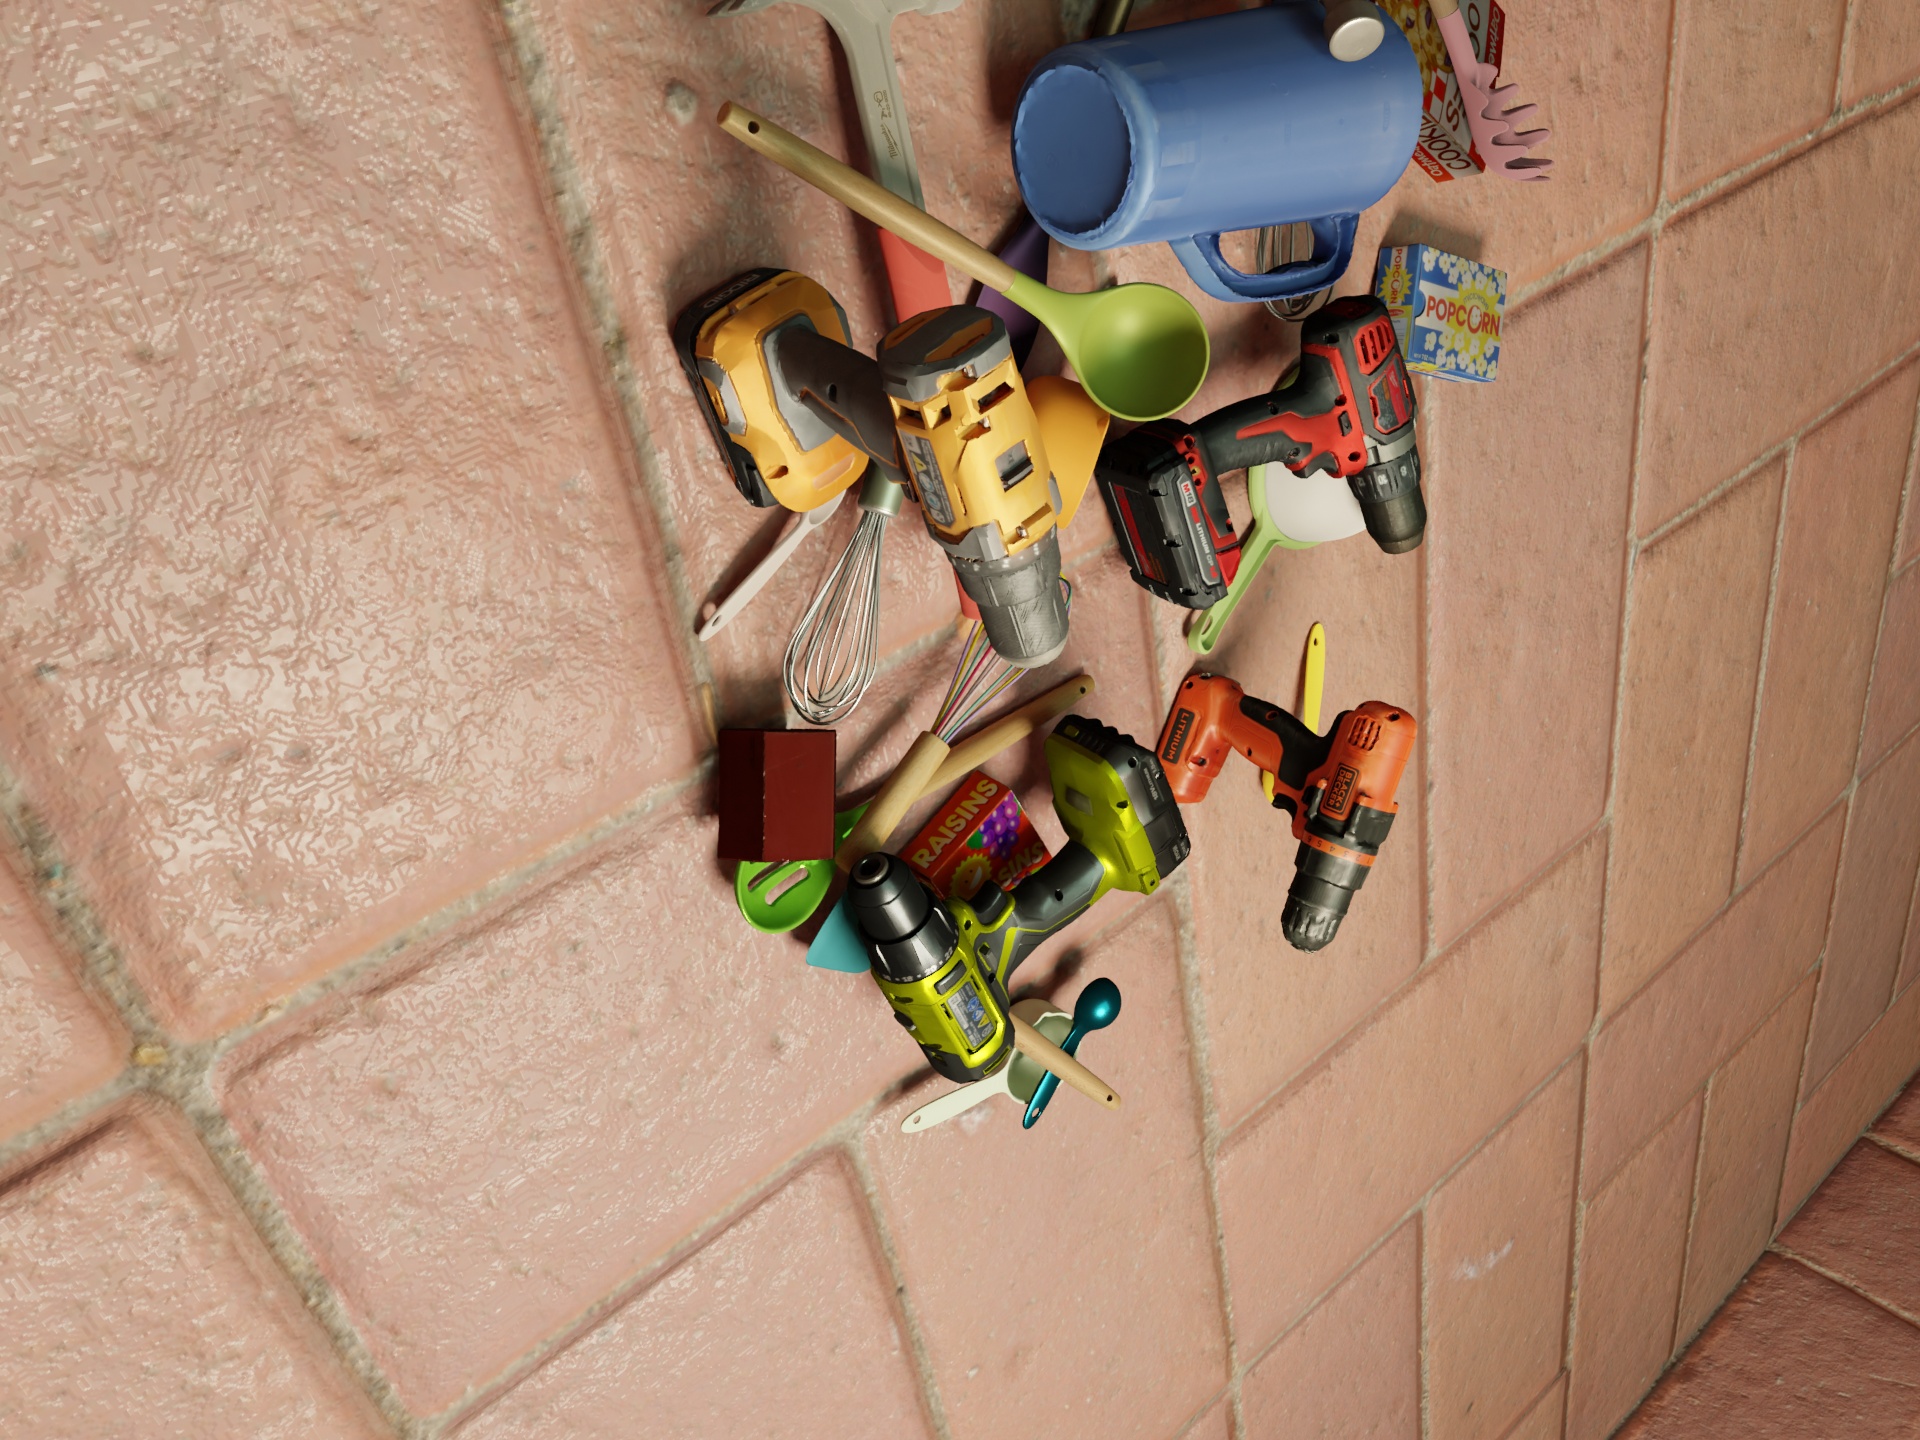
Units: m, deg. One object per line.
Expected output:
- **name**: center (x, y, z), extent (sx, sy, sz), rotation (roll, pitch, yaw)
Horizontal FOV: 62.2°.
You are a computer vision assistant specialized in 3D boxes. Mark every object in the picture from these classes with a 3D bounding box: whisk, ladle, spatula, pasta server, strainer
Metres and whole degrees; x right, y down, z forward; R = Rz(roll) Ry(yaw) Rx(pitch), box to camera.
- **whisk**: center (0.221, -0.384, 1.047), extent (0.055, 0.055, 0.238), rotation (-22, 119, -33)
- **ladle**: center (0.012, -0.242, 0.837), extent (0.320, 0.062, 0.078), rotation (19, 96, -40)
- **spatula**: center (0.016, 0.202, 1.112), extent (0.317, 0.044, 0.082), rotation (40, 77, -29)
- **spatula**: center (0.063, -0.337, 0.944), extent (0.059, 0.018, 0.316), rotation (9, 104, -49)
- **pasta server**: center (0.308, -0.480, 1.013), extent (0.316, 0.040, 0.060), rotation (54, 44, -31)
- **whisk**: center (0.000, -0.002, 1.012), extent (0.245, 0.051, 0.047), rotation (-54, 141, -17)
- **whisk**: center (-0.050, -0.115, 0.928), extent (0.057, 0.059, 0.246), rotation (11, 97, -57)
- **strainer**: center (0.258, -0.150, 1.174), extent (0.256, 0.069, 0.151), rotation (-56, 136, -8)

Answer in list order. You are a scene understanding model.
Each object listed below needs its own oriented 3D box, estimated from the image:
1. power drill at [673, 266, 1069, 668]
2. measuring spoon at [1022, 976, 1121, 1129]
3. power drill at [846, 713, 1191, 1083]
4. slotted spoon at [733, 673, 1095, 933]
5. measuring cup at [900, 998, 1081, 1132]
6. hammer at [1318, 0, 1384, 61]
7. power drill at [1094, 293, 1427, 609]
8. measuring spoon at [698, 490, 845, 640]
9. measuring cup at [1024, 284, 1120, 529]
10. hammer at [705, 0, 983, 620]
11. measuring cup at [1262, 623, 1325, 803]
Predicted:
- **power drill**: center (-0.036, -0.129, 0.803), extent (0.084, 0.226, 0.185), rotation (-39, 131, -22)
- **measuring spoon**: center (0.085, 0.253, 1.188), extent (0.042, 0.021, 0.128), rotation (33, 86, -46)
- **power drill**: center (0.034, 0.103, 1.030), extent (0.228, 0.080, 0.190), rotation (-42, 132, -19)
- **slotted spoon**: center (-0.024, 0.042, 1.040), extent (0.314, 0.031, 0.070), rotation (-31, 113, -31)
- **measuring cup**: center (0.015, 0.258, 1.173), extent (0.167, 0.038, 0.083), rotation (-19, 121, -33)
- **hammer**: center (0.081, -0.449, 0.839), extent (0.331, 0.031, 0.130), rotation (6, 61, -28)
- **power drill**: center (0.220, -0.161, 1.084), extent (0.226, 0.080, 0.187), rotation (-31, 119, -14)
- **measuring spoon**: center (-0.111, -0.096, 0.905), extent (0.124, 0.018, 0.034), rotation (-49, 166, -5)
- **measuring cup**: center (0.062, -0.204, 0.983), extent (0.052, 0.095, 0.174), rotation (16, 69, -7)
- **hammer**: center (-0.026, -0.221, 0.869), extent (0.149, 0.037, 0.358), rotation (-29, 119, -33)
- **measuring cup**: center (0.276, -0.002, 1.301), extent (0.062, 0.029, 0.156), rotation (-2, 99, -42)
